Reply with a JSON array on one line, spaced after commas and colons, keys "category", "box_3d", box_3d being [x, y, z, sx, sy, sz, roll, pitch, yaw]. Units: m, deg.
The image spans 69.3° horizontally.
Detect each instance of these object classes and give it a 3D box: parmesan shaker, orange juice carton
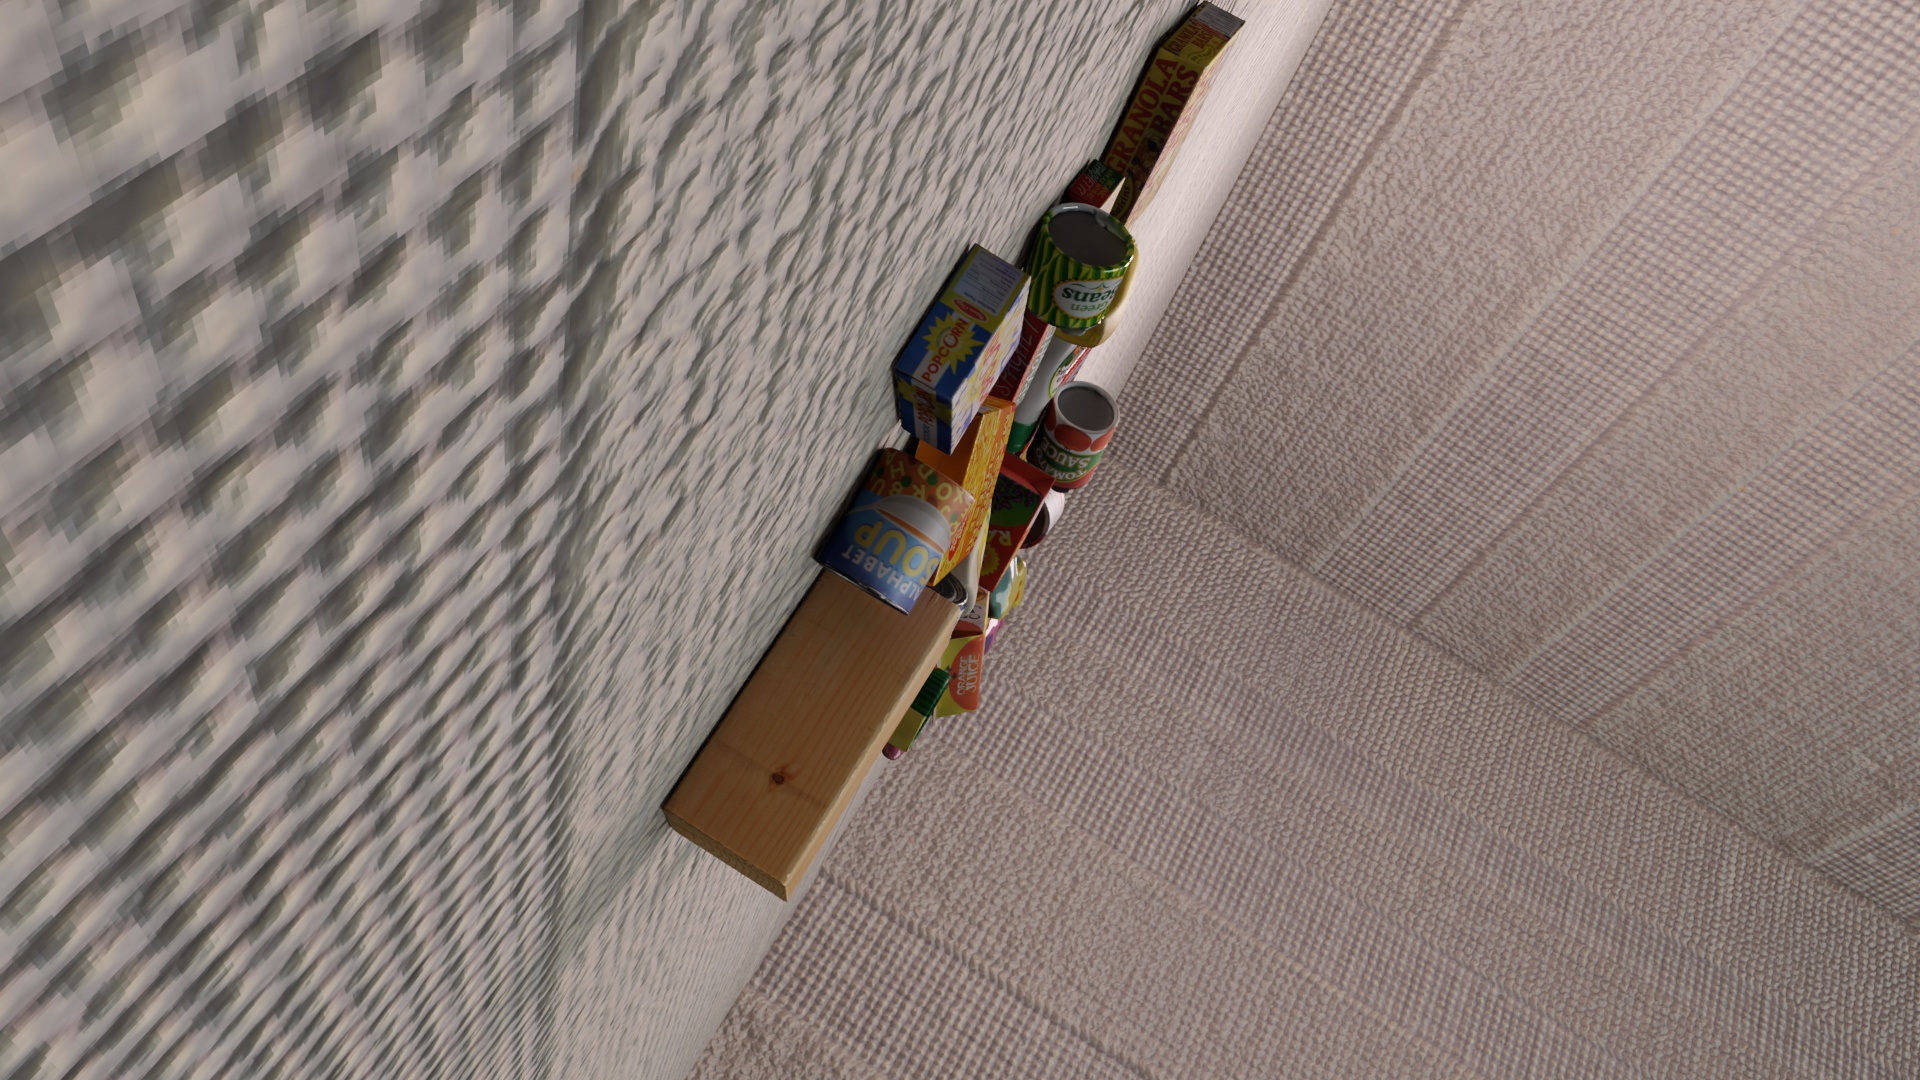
[{"category": "parmesan shaker", "box_3d": [-0.067, 0.101, 1.009, 0.071, 0.103, 0.071, -59, 175, -7]}, {"category": "orange juice carton", "box_3d": [-0.015, 0.095, 1.231, 0.193, 0.073, 0.071, -78, 174, -75]}]

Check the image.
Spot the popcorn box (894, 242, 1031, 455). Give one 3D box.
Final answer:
[{"category": "popcorn box", "box_3d": [0.000, -0.107, 0.804, 0.085, 0.038, 0.126, -58, 175, -10]}]

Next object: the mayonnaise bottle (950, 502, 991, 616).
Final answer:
[{"category": "mayonnaise bottle", "box_3d": [0.004, -0.015, 1.158, 0.064, 0.041, 0.149, 92, 8, -60]}]

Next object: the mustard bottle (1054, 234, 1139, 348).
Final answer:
[{"category": "mustard bottle", "box_3d": [0.120, -0.225, 1.177, 0.048, 0.065, 0.161, 110, 7, -46]}]

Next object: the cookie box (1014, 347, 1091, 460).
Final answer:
[{"category": "cookie box", "box_3d": [0.073, -0.136, 1.376, 0.123, 0.040, 0.166, -53, 173, -48]}]

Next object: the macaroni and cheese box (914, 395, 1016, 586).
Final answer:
[{"category": "macaroni and cheese box", "box_3d": [-0.004, -0.042, 1.006, 0.167, 0.040, 0.123, -37, 145, -77]}]

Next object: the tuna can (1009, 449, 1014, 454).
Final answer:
[{"category": "tuna can", "box_3d": [0.023, -0.068, 1.315, 0.071, 0.033, 0.071, -58, 175, -7]}]

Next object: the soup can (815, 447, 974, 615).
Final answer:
[{"category": "soup can", "box_3d": [-0.038, -0.005, 0.851, 0.084, 0.071, 0.071, -59, 175, -5]}]

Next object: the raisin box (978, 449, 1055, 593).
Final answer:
[{"category": "raisin box", "box_3d": [0.021, -0.023, 1.260, 0.122, 0.086, 0.040, -63, 176, 37]}]

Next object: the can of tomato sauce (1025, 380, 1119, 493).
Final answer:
[{"category": "can of tomato sauce", "box_3d": [0.104, -0.097, 1.296, 0.071, 0.071, 0.082, -55, 173, -39]}]

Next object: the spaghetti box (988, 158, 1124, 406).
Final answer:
[{"category": "spaghetti box", "box_3d": [0.061, -0.178, 1.059, 0.050, 0.029, 0.248, -54, 173, -39]}]

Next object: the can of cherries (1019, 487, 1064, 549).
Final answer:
[{"category": "can of cherries", "box_3d": [0.059, -0.030, 1.328, 0.071, 0.071, 0.058, -61, 174, 26]}]

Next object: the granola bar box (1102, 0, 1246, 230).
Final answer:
[{"category": "granola bar box", "box_3d": [0.148, -0.312, 1.053, 0.125, 0.039, 0.164, -55, 174, -48]}]

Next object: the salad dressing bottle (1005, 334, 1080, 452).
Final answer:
[{"category": "salad dressing bottle", "box_3d": [0.067, -0.143, 1.245, 0.064, 0.044, 0.146, -57, 176, -48]}]

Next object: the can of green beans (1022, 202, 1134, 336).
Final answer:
[{"category": "can of green beans", "box_3d": [0.078, -0.186, 0.945, 0.071, 0.071, 0.057, -55, 174, -38]}]
